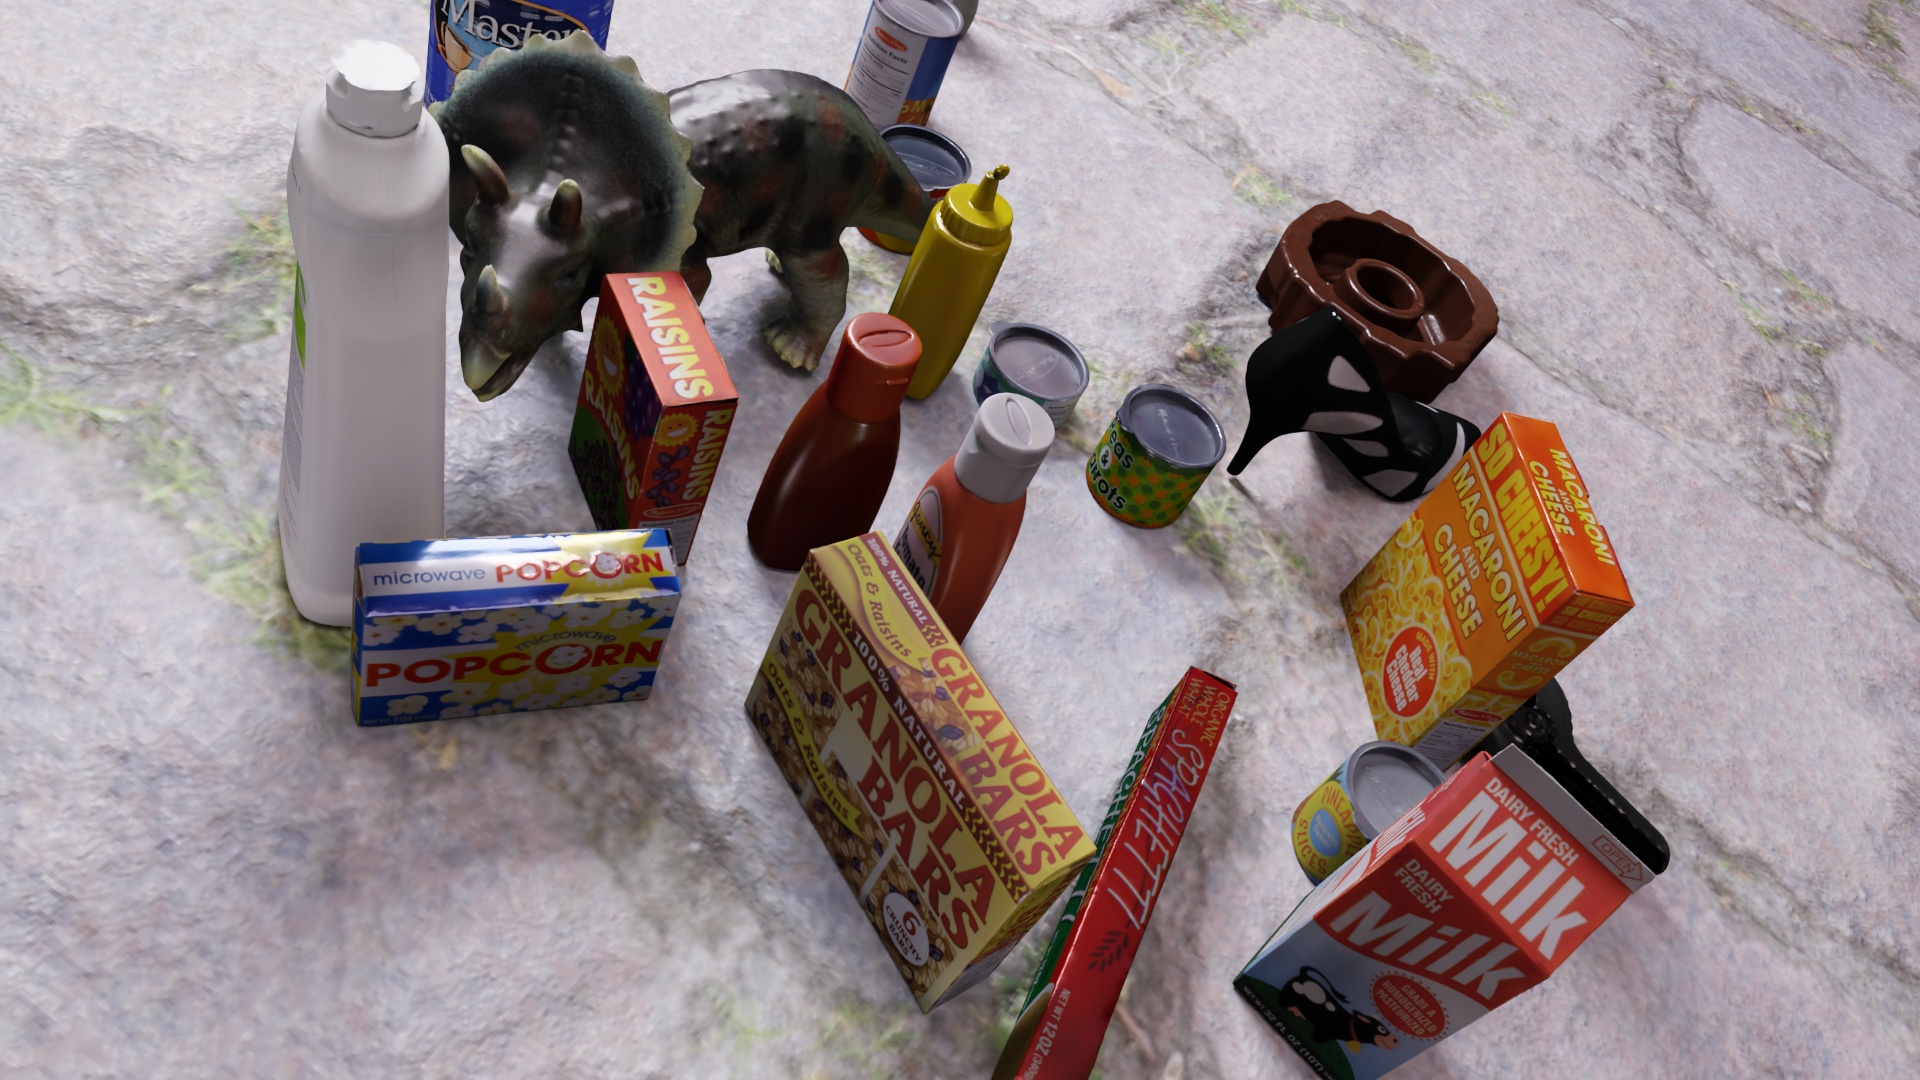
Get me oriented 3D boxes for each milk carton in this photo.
[{"bbox_3d":[0.204,0.159,0.593,0.072,0.189,0.074,45,48,16],"label":"milk carton"}]

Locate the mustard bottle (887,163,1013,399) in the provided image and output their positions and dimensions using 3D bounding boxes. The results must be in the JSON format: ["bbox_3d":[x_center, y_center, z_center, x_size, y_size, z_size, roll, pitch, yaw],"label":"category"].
[{"bbox_3d":[-0.005,-0.152,0.787,0.049,0.159,0.066,28,46,0],"label":"mustard bottle"}]

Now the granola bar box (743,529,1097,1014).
[{"bbox_3d":[-0.024,0.097,0.587,0.039,0.123,0.166,-17,61,-35],"label":"granola bar box"}]

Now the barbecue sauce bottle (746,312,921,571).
[{"bbox_3d":[-0.058,-0.045,0.677,0.065,0.147,0.044,-12,58,-32],"label":"barbecue sauce bottle"}]

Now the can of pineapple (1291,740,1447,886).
[{"bbox_3d":[0.208,0.144,0.700,0.071,0.057,0.071,13,47,-14],"label":"can of pineapple"}]

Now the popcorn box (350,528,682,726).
[{"bbox_3d":[-0.190,0.036,0.590,0.127,0.084,0.038,-3,53,-27],"label":"popcorn box"}]

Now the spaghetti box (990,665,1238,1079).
[{"bbox_3d":[0.073,0.156,0.632,0.029,0.050,0.251,31,46,3],"label":"spaghetti box"}]

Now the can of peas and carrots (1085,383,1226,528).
[{"bbox_3d":[0.113,-0.049,0.823,0.071,0.058,0.071,13,47,-14],"label":"can of peas and carrots"}]

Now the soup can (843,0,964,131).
[{"bbox_3d":[-0.040,-0.343,0.988,0.071,0.083,0.072,13,47,-15],"label":"soup can"}]

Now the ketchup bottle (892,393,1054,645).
[{"bbox_3d":[0.002,-0.008,0.673,0.043,0.148,0.065,0,52,-25],"label":"ketchup bottle"}]

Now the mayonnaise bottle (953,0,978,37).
[{"bbox_3d":[-0.002,-0.459,1.062,0.065,0.147,0.041,0,52,-25],"label":"mayonnaise bottle"}]

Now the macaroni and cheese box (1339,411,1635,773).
[{"bbox_3d":[0.277,0.031,0.754,0.040,0.165,0.124,11,48,-16],"label":"macaroni and cheese box"}]

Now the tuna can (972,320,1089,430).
[{"bbox_3d":[0.041,-0.101,0.852,0.071,0.032,0.071,13,47,-14],"label":"tuna can"}]

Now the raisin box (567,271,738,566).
[{"bbox_3d":[-0.148,-0.054,0.661,0.040,0.122,0.086,-9,56,-31],"label":"raisin box"}]

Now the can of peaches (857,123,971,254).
[{"bbox_3d":[-0.033,-0.228,0.911,0.071,0.057,0.071,13,47,-14],"label":"can of peaches"}]
